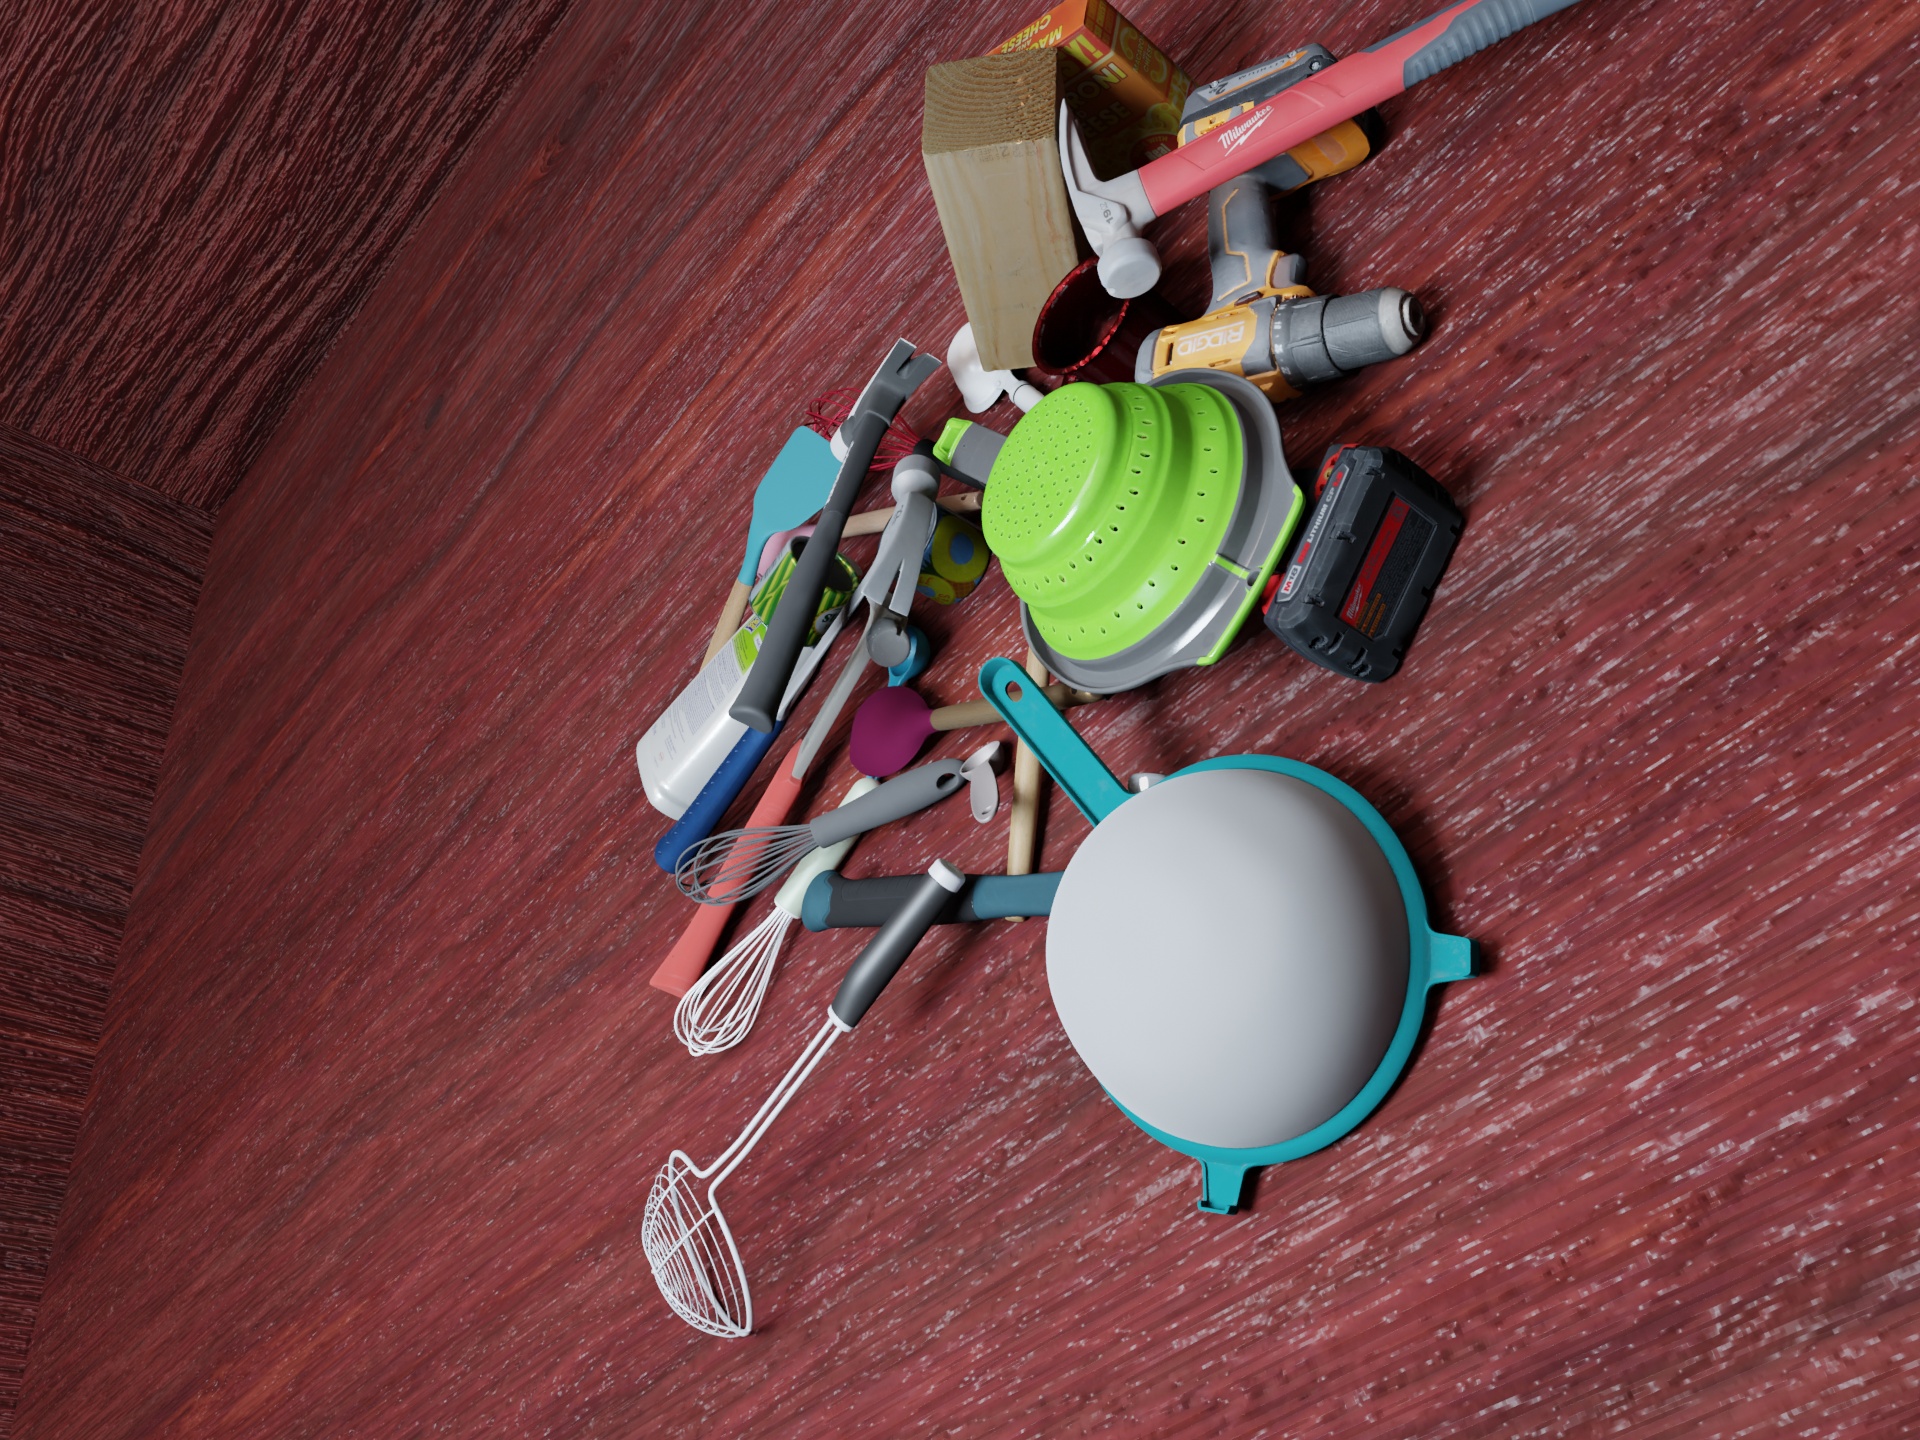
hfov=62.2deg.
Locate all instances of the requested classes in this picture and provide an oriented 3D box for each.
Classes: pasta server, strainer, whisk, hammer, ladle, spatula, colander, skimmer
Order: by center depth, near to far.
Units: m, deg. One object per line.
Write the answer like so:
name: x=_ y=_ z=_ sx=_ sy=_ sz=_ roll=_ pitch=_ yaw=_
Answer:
strainer: x=0.085 y=0.072 z=0.829 sx=0.211 sy=0.095 sz=0.341 roll=-51 pitch=54 yaw=17
hammer: x=0.242 y=-0.394 z=0.938 sx=0.386 sy=0.038 sz=0.143 roll=-23 pitch=64 yaw=19
colander: x=0.045 y=-0.153 z=0.980 sx=0.204 sy=0.094 sz=0.397 roll=-62 pitch=32 yaw=6
hammer: x=0.006 y=0.110 z=1.003 sx=0.331 sy=0.033 sz=0.128 roll=-10 pitch=70 yaw=48
skimmer: x=-0.093 y=0.243 z=1.029 sx=0.363 sy=0.090 sz=0.127 roll=-54 pitch=48 yaw=10
ladle: x=0.060 y=-0.024 z=1.051 sx=0.078 sy=0.062 sz=0.320 roll=-13 pitch=66 yaw=49
hammer: x=-0.093 y=-0.128 z=1.114 sx=0.146 sy=0.035 sz=0.335 roll=-44 pitch=23 yaw=51
whisk: x=-0.101 y=0.077 z=1.128 sx=0.239 sy=0.055 sz=0.055 roll=-24 pitch=48 yaw=16
whisk: x=-0.131 y=0.145 z=1.171 sx=0.246 sy=0.057 sz=0.059 roll=-55 pitch=24 yaw=4
hammer: x=-0.131 y=-0.012 z=1.178 sx=0.405 sy=0.035 sz=0.144 roll=-51 pitch=20 yaw=36
strainer: x=0.042 y=-0.253 z=1.208 sx=0.259 sy=0.050 sz=0.086 roll=52 pitch=126 yaw=48
hammer: x=-0.142 y=0.060 z=1.229 sx=0.359 sy=0.036 sz=0.149 roll=-59 pitch=18 yaw=12
whisk: x=-0.040 y=-0.218 z=1.276 sx=0.296 sy=0.073 sz=0.073 roll=26 pitch=90 yaw=49
pasta server: x=-0.084 y=-0.157 z=1.309 sx=0.316 sy=0.040 sz=0.060 roll=-3 pitch=66 yaw=48
spatula: x=-0.182 y=-0.096 z=1.357 sx=0.082 sy=0.044 sz=0.317 roll=42 pitch=120 yaw=29

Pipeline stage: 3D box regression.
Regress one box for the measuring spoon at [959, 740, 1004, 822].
measuring spoon: x=0.019 y=0.045 z=1.033 sx=0.034 sy=0.018 sz=0.124 roll=-36 pitch=16 yaw=10

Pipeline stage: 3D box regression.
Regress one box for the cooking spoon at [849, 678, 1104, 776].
cooking spoon: x=-0.002 y=-0.003 z=1.075 sx=0.319 sy=0.017 sz=0.069 roll=-10 pitch=69 yaw=58

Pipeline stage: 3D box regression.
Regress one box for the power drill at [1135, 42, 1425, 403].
power drill: x=0.209 y=-0.304 z=1.000 sx=0.185 sy=0.084 sz=0.226 roll=-4 pitch=70 yaw=43

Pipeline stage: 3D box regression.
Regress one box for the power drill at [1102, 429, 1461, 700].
power drill: x=0.158 y=-0.084 z=0.929 sx=0.227 sy=0.080 sz=0.188 roll=23 pitch=87 yaw=57

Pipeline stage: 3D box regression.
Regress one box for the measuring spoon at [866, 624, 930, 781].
measuring spoon: x=-0.046 y=-0.007 z=1.188 sx=0.042 sy=0.021 sz=0.128 roll=11 pitch=86 yaw=60
